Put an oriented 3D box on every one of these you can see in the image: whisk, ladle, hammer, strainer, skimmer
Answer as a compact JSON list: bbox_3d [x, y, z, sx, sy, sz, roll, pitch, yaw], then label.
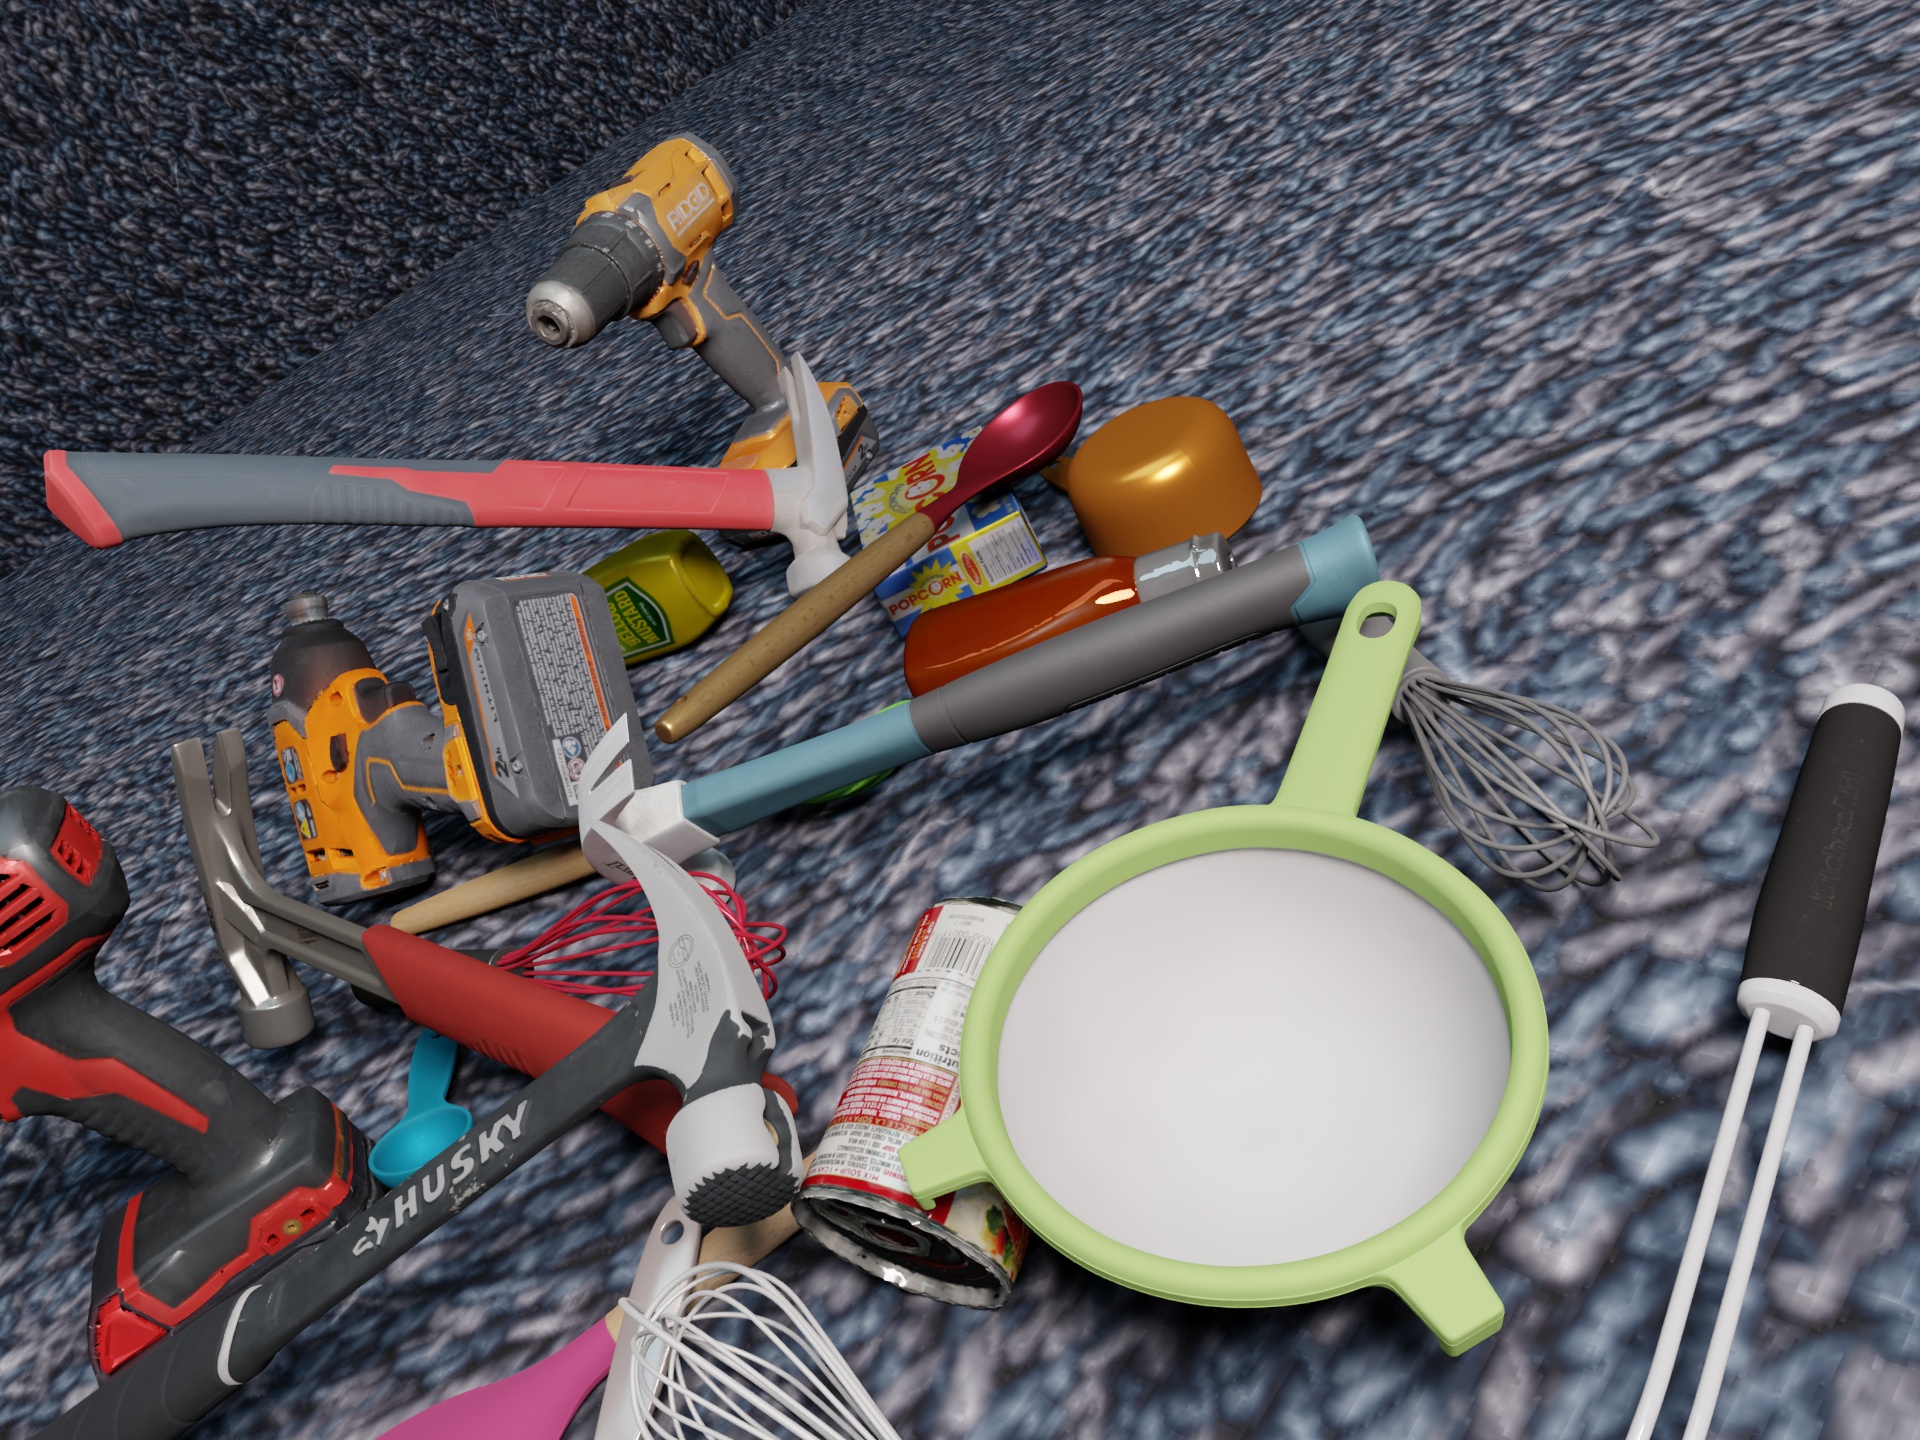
[{"bbox_3d":[0.163,-0.009,0.554,0.055,0.055,0.239,-29,26,3],"label":"whisk"},{"bbox_3d":[-0.008,0.198,0.396,0.246,0.059,0.058,12,62,44],"label":"whisk"},{"bbox_3d":[-0.032,-0.078,0.726,0.069,0.031,0.315,-7,27,43],"label":"ladle"},{"bbox_3d":[-0.223,0.188,0.526,0.409,0.036,0.149,-37,45,15],"label":"hammer"},{"bbox_3d":[-0.179,0.106,0.675,0.296,0.073,0.073,-11,35,41],"label":"whisk"},{"bbox_3d":[-0.001,-0.002,0.610,0.331,0.128,0.033,-21,61,16],"label":"hammer"},{"bbox_3d":[0.100,0.063,0.464,0.151,0.069,0.256,6,46,26],"label":"strainer"},{"bbox_3d":[0.179,0.093,0.340,0.127,0.090,0.363,26,52,16],"label":"skimmer"},{"bbox_3d":[-0.202,0.098,0.621,0.359,0.149,0.036,9,22,40],"label":"hammer"},{"bbox_3d":[-0.240,-0.128,0.802,0.386,0.143,0.038,-3,-17,-29],"label":"hammer"}]

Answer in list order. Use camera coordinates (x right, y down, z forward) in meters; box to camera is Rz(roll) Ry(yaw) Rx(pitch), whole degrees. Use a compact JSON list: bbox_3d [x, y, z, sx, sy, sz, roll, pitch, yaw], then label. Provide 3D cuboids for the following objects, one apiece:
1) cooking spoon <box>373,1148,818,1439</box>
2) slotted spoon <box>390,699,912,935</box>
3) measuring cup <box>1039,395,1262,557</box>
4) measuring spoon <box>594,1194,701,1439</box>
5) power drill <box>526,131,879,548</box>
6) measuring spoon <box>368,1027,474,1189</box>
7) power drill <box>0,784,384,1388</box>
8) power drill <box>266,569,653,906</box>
[{"bbox_3d":[-0.090,0.183,0.517,0.319,0.017,0.069,-36,33,-8],"label":"cooking spoon"},{"bbox_3d":[-0.152,0.056,0.749,0.314,0.031,0.070,-20,-3,24],"label":"slotted spoon"},{"bbox_3d":[0.076,-0.130,0.798,0.095,0.052,0.174,-37,33,-11],"label":"measuring cup"},{"bbox_3d":[-0.102,0.199,0.481,0.034,0.018,0.124,-5,49,21],"label":"measuring spoon"},{"bbox_3d":[-0.153,-0.212,0.949,0.084,0.226,0.185,-10,36,32],"label":"power drill"},{"bbox_3d":[-0.221,0.162,0.673,0.042,0.021,0.129,-20,20,-7],"label":"measuring spoon"},{"bbox_3d":[-0.344,0.153,0.579,0.188,0.226,0.080,-35,30,-7],"label":"power drill"},{"bbox_3d":[-0.262,-0.004,0.781,0.226,0.164,0.084,-15,0,39],"label":"power drill"}]
